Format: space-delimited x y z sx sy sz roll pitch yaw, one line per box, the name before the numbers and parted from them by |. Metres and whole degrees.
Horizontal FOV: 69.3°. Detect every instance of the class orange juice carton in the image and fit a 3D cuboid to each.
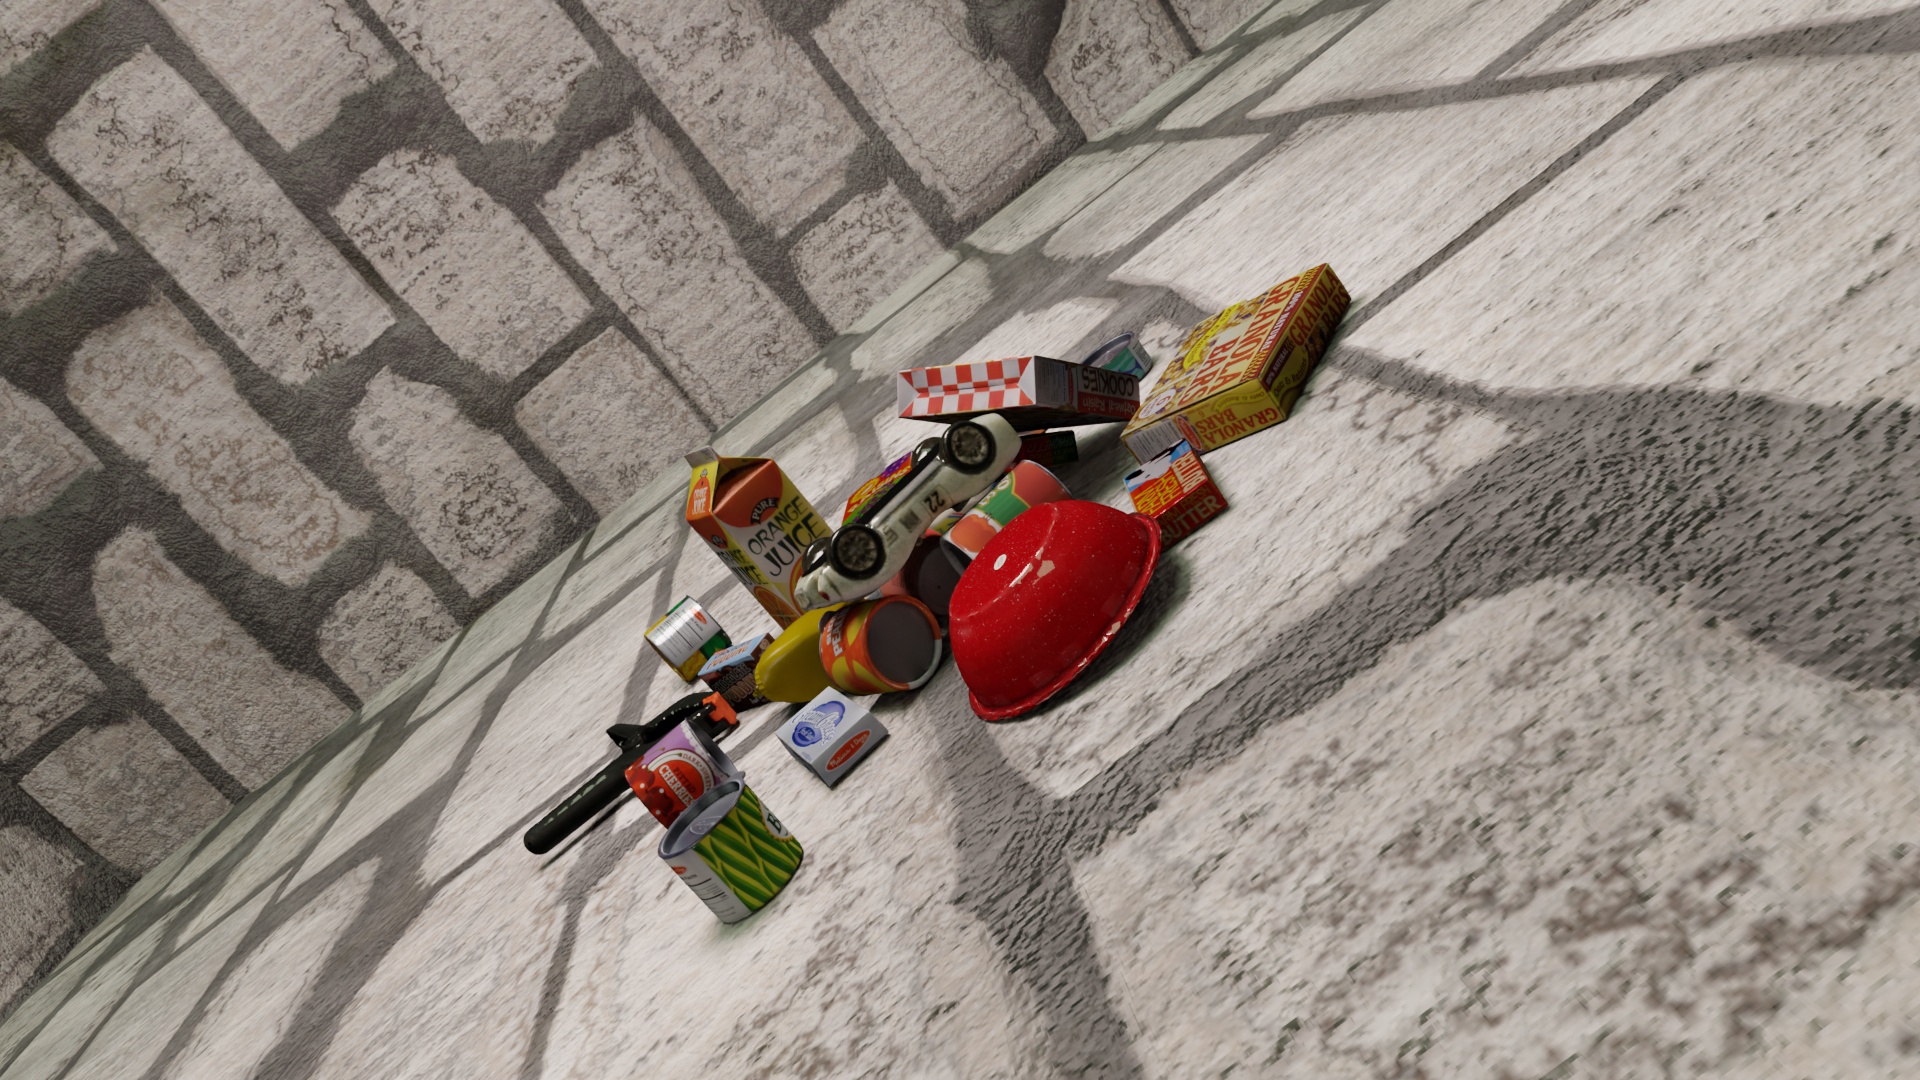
orange juice carton | -0.162 -0.003 1.174 0.073 0.192 0.071 -46 18 -22

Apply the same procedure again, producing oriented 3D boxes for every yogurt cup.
yogurt cup | -0.021 0.025 1.027 0.072 0.072 0.054 -44 24 -20

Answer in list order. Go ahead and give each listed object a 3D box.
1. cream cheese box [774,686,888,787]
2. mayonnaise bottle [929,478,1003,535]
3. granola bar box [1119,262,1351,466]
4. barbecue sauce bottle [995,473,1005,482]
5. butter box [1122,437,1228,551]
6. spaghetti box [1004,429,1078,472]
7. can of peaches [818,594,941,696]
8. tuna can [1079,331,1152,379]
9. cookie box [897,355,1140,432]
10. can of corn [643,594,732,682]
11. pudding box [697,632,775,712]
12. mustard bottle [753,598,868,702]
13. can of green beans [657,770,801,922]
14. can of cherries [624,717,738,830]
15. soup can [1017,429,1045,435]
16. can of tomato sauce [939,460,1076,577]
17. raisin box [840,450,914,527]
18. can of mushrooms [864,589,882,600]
cream cheese box | -0.089 0.132 0.945 0.053 0.024 0.104 -41 16 -14
mayonnaise bottle | 0.004 -0.014 1.086 0.147 0.064 0.041 -26 27 26
granola bar box | 0.200 -0.126 1.004 0.124 0.039 0.166 -22 22 44
barbecue sauce bottle | -0.025 -0.010 1.170 0.148 0.043 0.065 -28 18 34
butter box | 0.138 -0.031 0.902 0.053 0.024 0.104 -36 15 11
spaghetti box | 0.026 -0.076 1.234 0.050 0.028 0.250 -11 6 -22
can of peaches | -0.056 0.071 0.957 0.058 0.071 0.071 -15 28 53
tuna can | 0.134 -0.152 1.236 0.071 0.032 0.071 -35 16 11
cookie box | 0.049 -0.113 1.083 0.123 0.040 0.168 -2 -1 34
can of corn | -0.268 0.098 1.367 0.058 0.071 0.071 -43 16 -16
pudding box | -0.174 0.110 1.149 0.083 0.049 0.030 -22 24 45
mustard bottle | -0.115 0.090 1.052 0.159 0.065 0.049 -28 22 44
can of green beans | -0.138 0.186 0.837 0.071 0.057 0.071 -35 16 12
can of cherries | -0.198 0.171 0.996 0.058 0.071 0.071 -40 15 -6
soup can | 0.044 -0.125 1.306 0.071 0.071 0.083 -43 17 -17
can of tomato sauce | 0.035 -0.006 0.976 0.083 0.071 0.071 -43 16 -15
raisin box | -0.071 -0.034 1.347 0.086 0.040 0.124 -36 15 12
can of mushrooms | -0.084 0.062 1.115 0.071 0.033 0.071 -34 17 12
